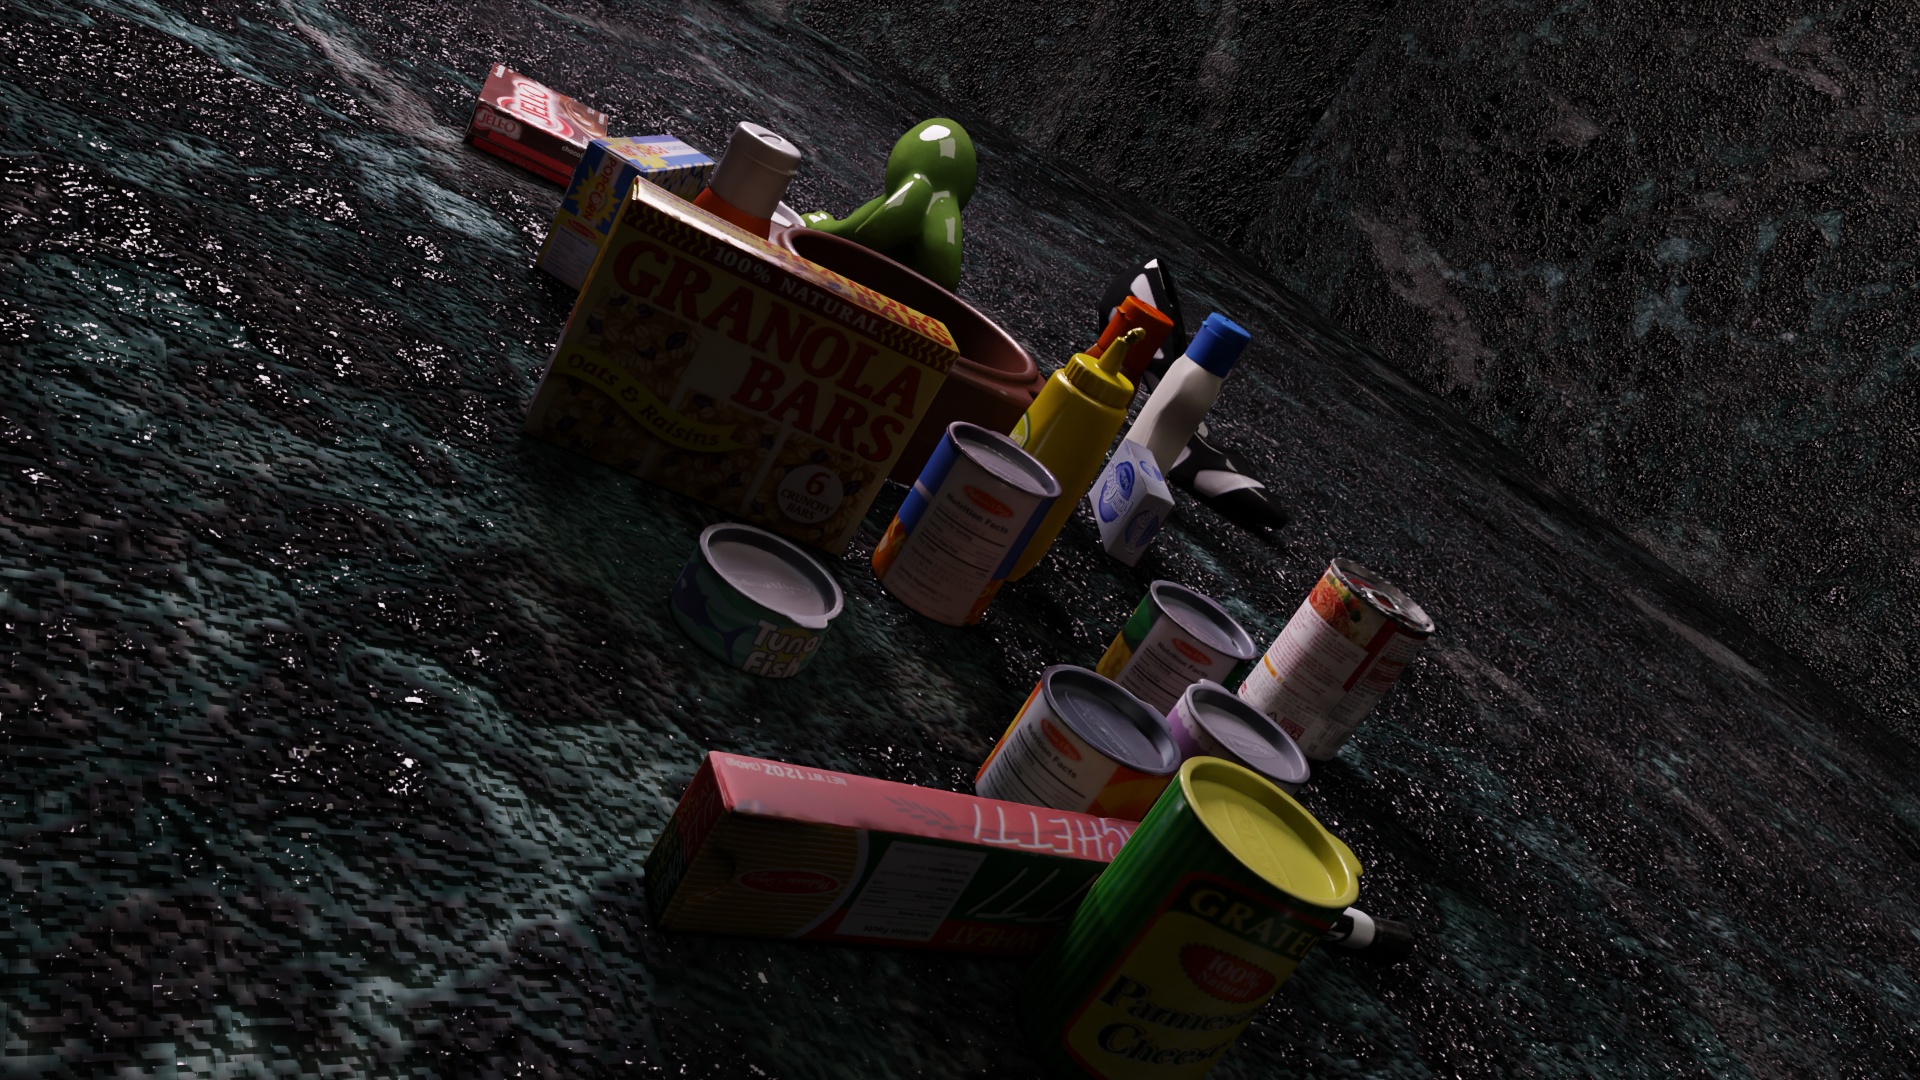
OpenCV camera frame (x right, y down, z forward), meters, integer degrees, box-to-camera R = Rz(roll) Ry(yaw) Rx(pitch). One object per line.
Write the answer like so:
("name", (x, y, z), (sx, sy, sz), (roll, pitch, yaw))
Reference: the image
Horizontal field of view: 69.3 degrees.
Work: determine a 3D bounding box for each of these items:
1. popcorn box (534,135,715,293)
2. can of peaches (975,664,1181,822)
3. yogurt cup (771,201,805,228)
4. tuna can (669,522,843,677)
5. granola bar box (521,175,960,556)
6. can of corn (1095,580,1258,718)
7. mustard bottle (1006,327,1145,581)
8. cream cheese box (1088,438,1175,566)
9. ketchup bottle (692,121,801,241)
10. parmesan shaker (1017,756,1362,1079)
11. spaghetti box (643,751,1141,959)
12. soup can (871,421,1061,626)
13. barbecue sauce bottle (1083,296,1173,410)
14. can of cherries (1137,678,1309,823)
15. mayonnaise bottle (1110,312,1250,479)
("popcorn box", (-0.205, -0.205, 0.863), (0.038, 0.085, 0.127), (32, 20, 0))
("can of peaches", (0.049, 0.094, 0.572), (0.071, 0.058, 0.071), (28, 20, -11))
("yogurt cup", (-0.157, -0.226, 1.029), (0.072, 0.053, 0.073), (28, 20, -11))
("tuna can", (-0.084, 0.026, 0.577), (0.071, 0.032, 0.071), (28, 20, -11))
("granola bar box", (-0.103, -0.078, 0.659), (0.165, 0.123, 0.039), (23, 21, -23))
("can of corn", (0.115, 0.063, 0.739), (0.071, 0.058, 0.071), (28, 20, -11))
("mustard bottle", (0.054, -0.054, 0.778), (0.049, 0.159, 0.065), (27, 20, -15))
("cream cheese box", (0.117, -0.027, 0.961), (0.024, 0.053, 0.104), (27, 20, -13))
("ketchup bottle", (-0.134, -0.149, 0.744), (0.043, 0.148, 0.065), (33, 20, 2))
("parmesan shaker", (0.074, 0.132, 0.455), (0.071, 0.102, 0.071), (28, 20, -11))
("spaghetti box", (0.015, 0.118, 0.480), (0.250, 0.050, 0.029), (17, 25, -35))
("soup can", (0.003, -0.009, 0.709), (0.071, 0.083, 0.071), (28, 20, -11))
("barbecue sauce bottle", (0.087, -0.092, 0.930), (0.043, 0.148, 0.065), (24, 21, -22))
("can of cherries", (0.115, 0.107, 0.636), (0.071, 0.058, 0.072), (28, 20, -11))
("mayonnaise bottle", (0.171, -0.106, 1.083), (0.041, 0.147, 0.065), (28, 20, -11))
